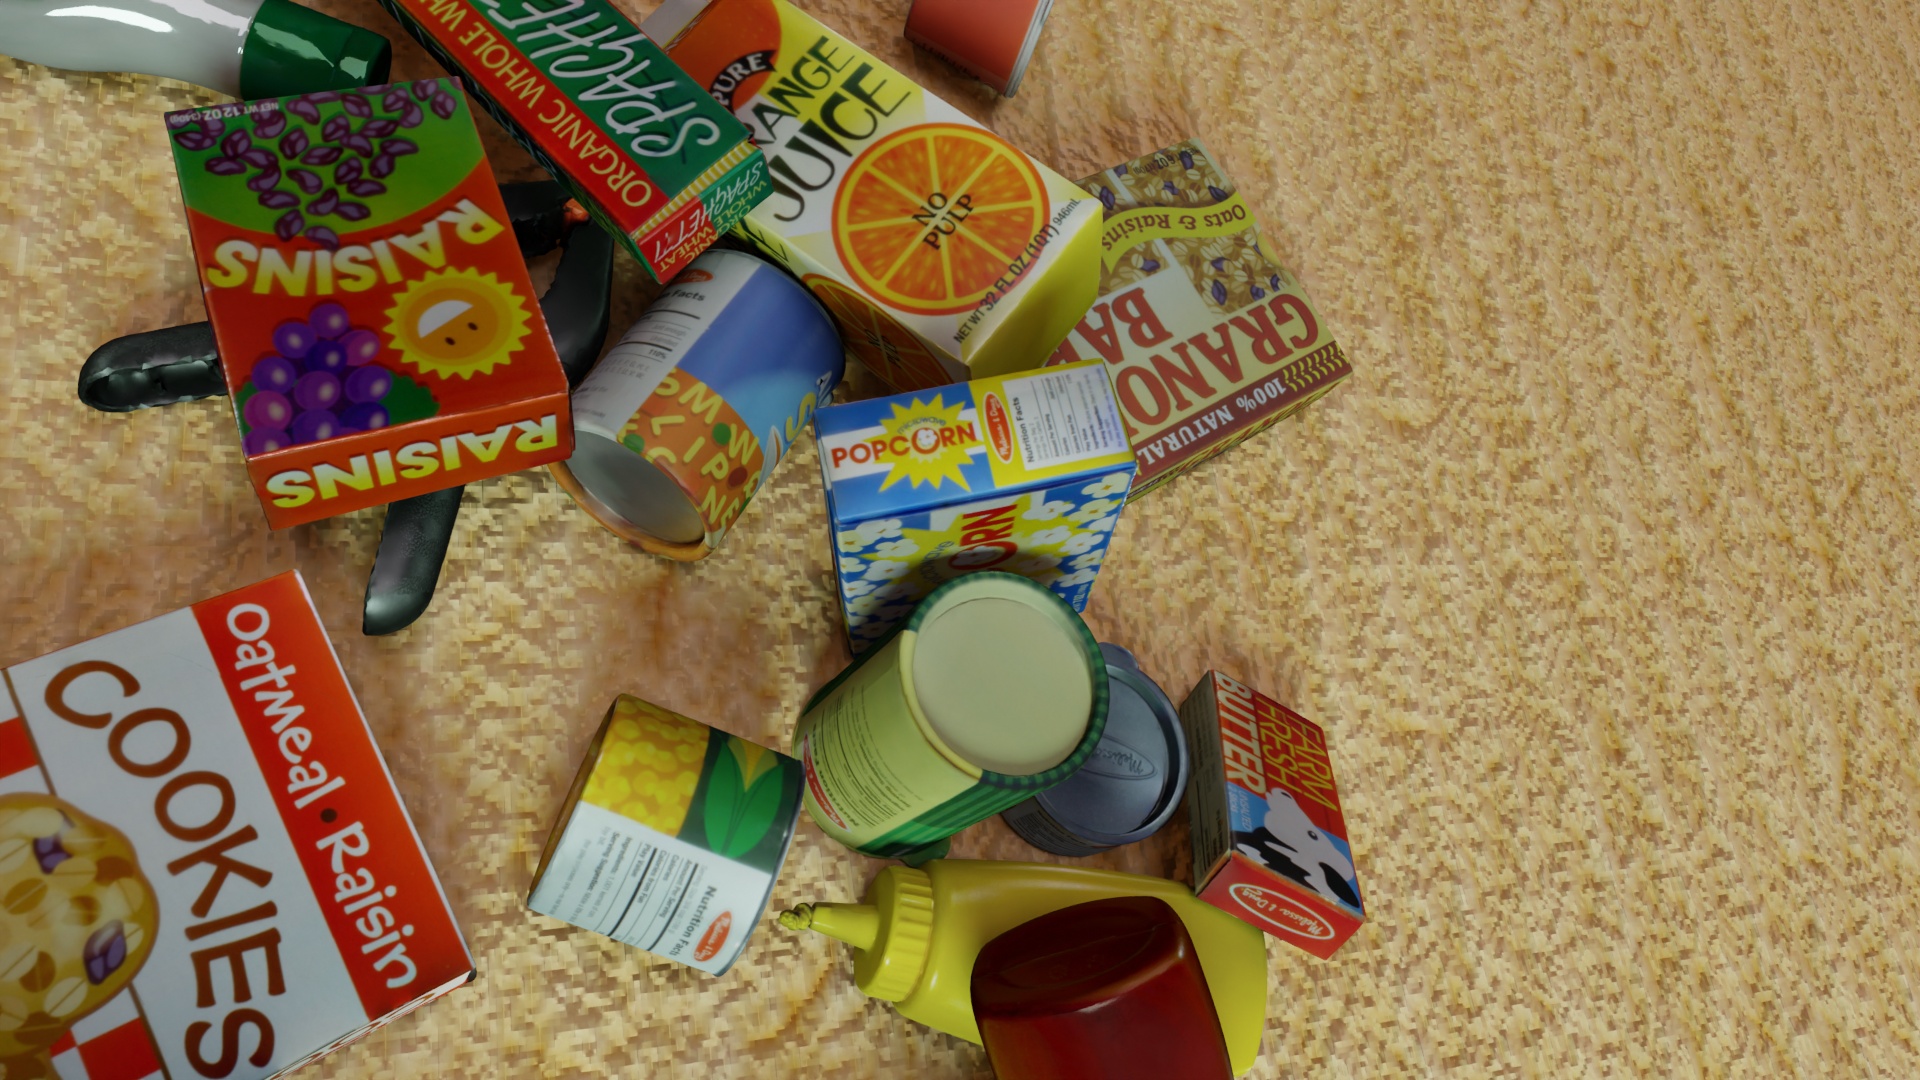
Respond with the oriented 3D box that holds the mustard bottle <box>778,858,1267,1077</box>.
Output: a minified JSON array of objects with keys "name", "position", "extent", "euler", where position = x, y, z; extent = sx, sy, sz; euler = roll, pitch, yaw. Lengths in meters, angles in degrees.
[{"name":"mustard bottle","position":[0.019,0.131,0.440],"extent":[0.160,0.048,0.065],"euler":[17,68,-17]}]

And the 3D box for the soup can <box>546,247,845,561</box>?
[{"name":"soup can","position":[-0.085,-0.043,0.459],"extent":[0.071,0.071,0.084],"euler":[35,59,-7]}]

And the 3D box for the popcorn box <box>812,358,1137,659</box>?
[{"name":"popcorn box","position":[0.002,-0.005,0.434],"extent":[0.085,0.126,0.038],"euler":[-12,69,-7]}]

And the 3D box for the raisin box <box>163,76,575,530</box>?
[{"name":"raisin box","position":[-0.171,-0.072,0.404],"extent":[0.086,0.040,0.124],"euler":[-15,66,-22]}]

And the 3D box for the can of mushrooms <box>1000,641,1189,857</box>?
[{"name":"can of mushrooms","position":[0.044,0.073,0.485],"extent":[0.071,0.033,0.071],"euler":[9,65,-20]}]

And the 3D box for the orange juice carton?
[{"name":"orange juice carton","position":[-0.049,-0.123,0.479],"extent":[0.193,0.073,0.072],"euler":[36,79,14]}]

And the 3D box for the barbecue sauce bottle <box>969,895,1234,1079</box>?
[{"name":"barbecue sauce bottle","position":[0.053,0.177,0.403],"extent":[0.065,0.044,0.148],"euler":[-17,109,4]}]

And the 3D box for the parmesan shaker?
[{"name":"parmesan shaker","position":[-0.004,0.059,0.429],"extent":[0.071,0.102,0.071],"euler":[10,65,-21]}]

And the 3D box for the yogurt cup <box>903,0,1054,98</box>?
[{"name":"yogurt cup","position":[0.010,-0.229,0.586],"extent":[0.054,0.072,0.073],"euler":[21,61,-6]}]

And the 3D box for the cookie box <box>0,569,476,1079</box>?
[{"name":"cookie box","position":[-0.227,0.095,0.349],"extent":[0.168,0.040,0.123],"euler":[-23,79,-30]}]

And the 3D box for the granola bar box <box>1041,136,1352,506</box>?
[{"name":"granola bar box","position":[0.065,-0.084,0.561],"extent":[0.166,0.039,0.124],"euler":[-28,82,-31]}]

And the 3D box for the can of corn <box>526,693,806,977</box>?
[{"name":"can of corn","position":[-0.085,0.083,0.405],"extent":[0.058,0.071,0.071],"euler":[24,60,-13]}]

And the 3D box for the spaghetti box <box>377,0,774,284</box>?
[{"name":"spaghetti box","position":[-0.156,-0.177,0.455],"extent":[0.050,0.028,0.250],"euler":[-42,70,-9]}]

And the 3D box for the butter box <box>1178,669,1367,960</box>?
[{"name":"butter box","position":[0.106,0.091,0.483],"extent":[0.053,0.024,0.104],"euler":[28,28,-10]}]

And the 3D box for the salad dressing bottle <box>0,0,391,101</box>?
[{"name":"salad dressing bottle","position":[-0.264,-0.173,0.446],"extent":[0.148,0.043,0.064],"euler":[18,61,-17]}]
